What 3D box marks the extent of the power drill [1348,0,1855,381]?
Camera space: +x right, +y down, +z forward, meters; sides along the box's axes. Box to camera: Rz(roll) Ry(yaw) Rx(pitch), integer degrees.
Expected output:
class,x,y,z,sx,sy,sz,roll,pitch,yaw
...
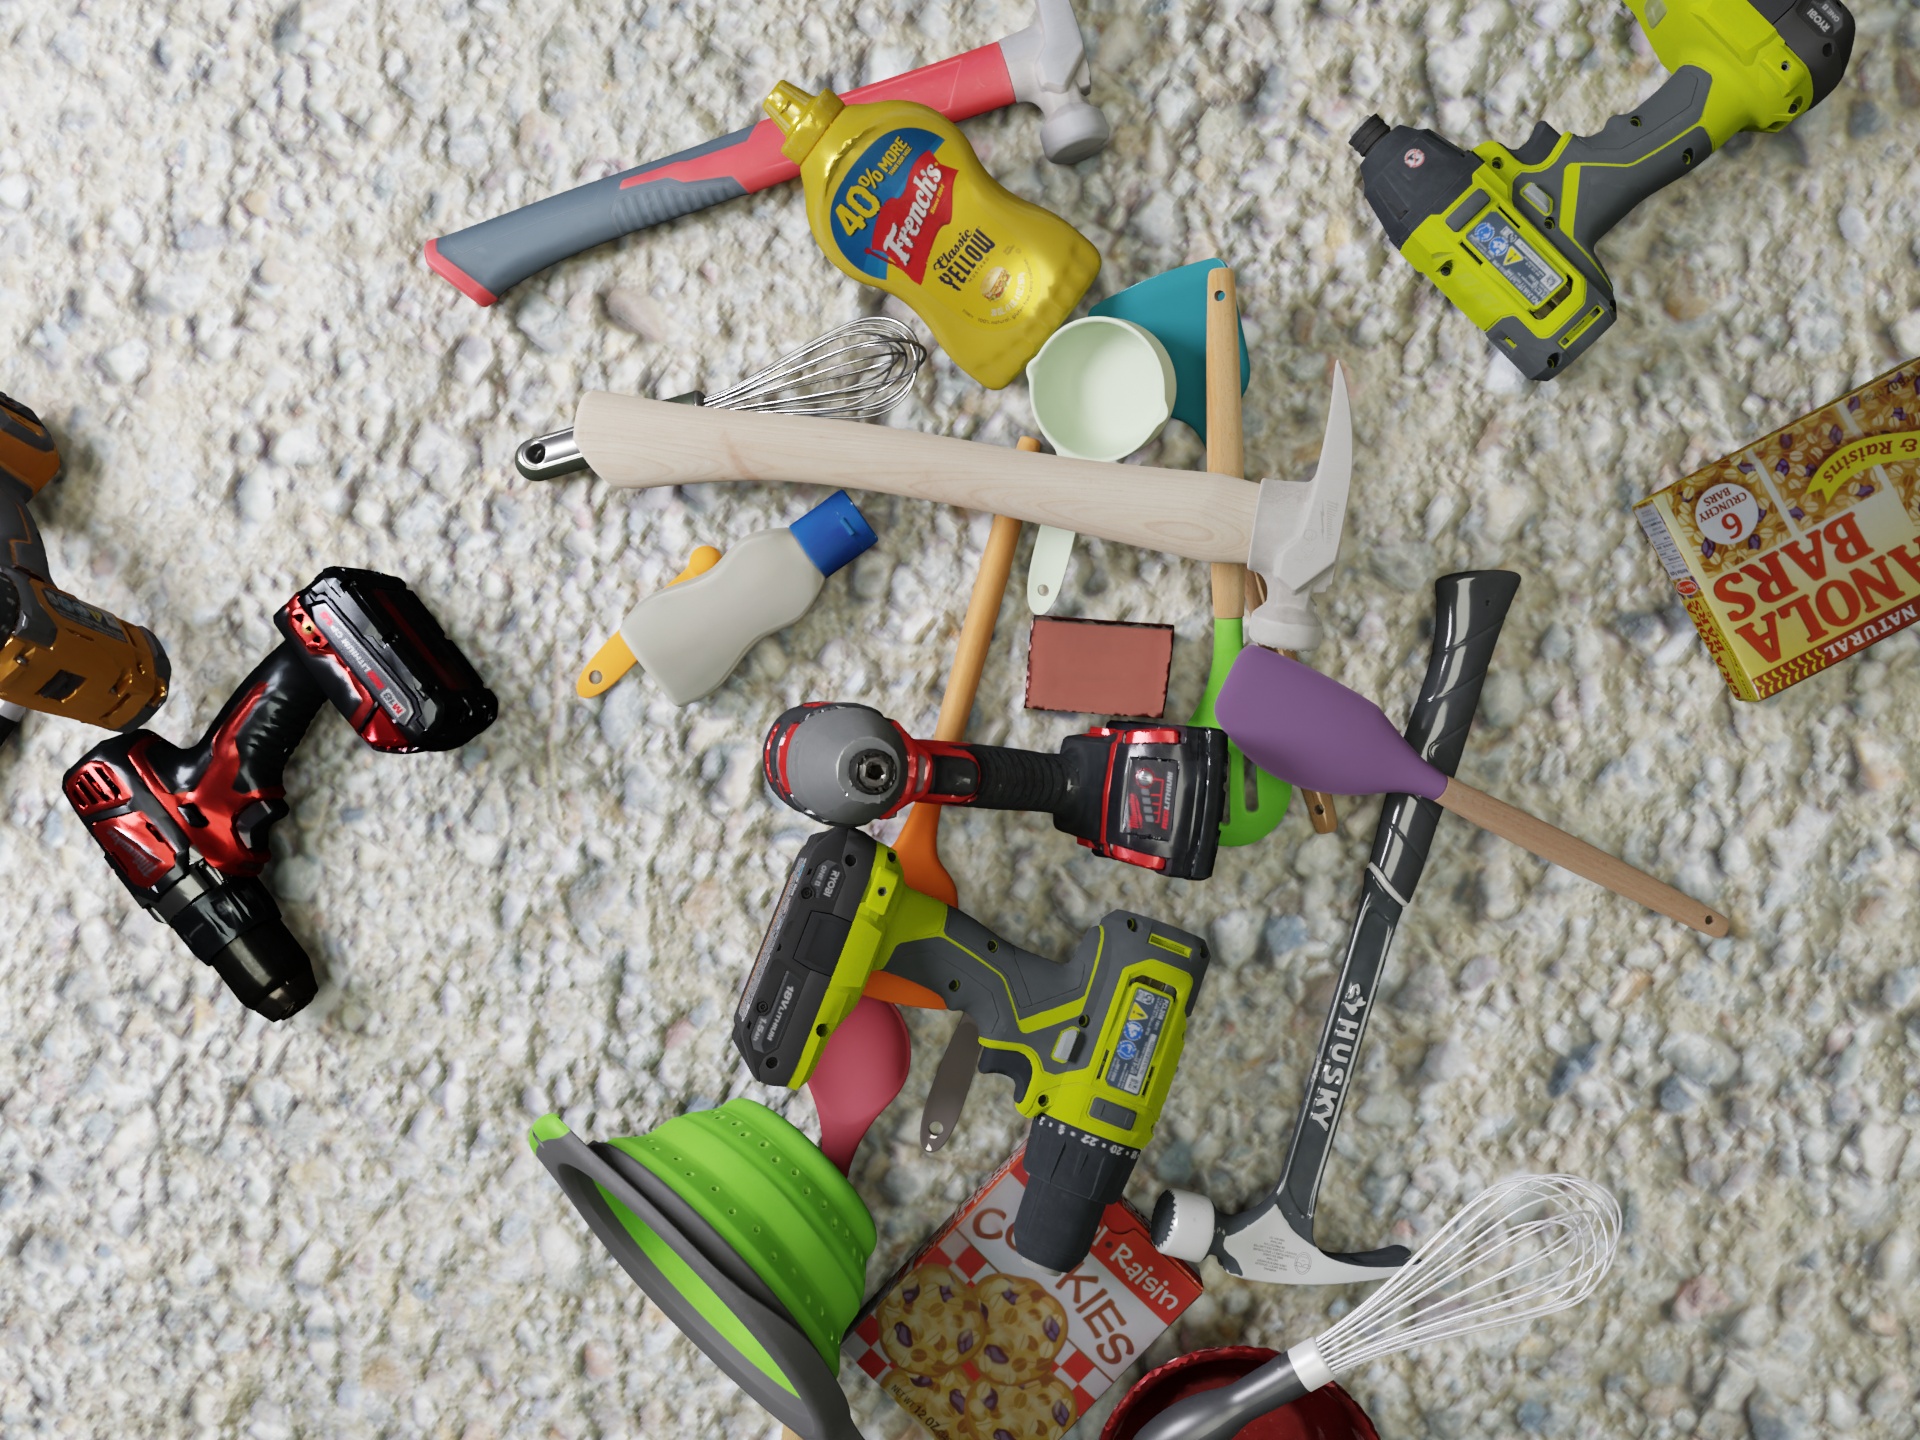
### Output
class,x,y,z,sx,sy,sz,roll,pitch,yaw
power drill,0.333,-0.317,0.845,0.223,0.080,0.171,-44,88,6

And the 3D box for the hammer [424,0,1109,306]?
class,x,y,z,sx,sy,sz,roll,pitch,yaw
hammer,-0.121,-0.331,0.896,0.386,0.038,0.143,-17,88,4

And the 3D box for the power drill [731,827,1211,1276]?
class,x,y,z,sx,sy,sz,roll,pitch,yaw
power drill,0.002,0.168,0.832,0.228,0.080,0.190,22,81,-9

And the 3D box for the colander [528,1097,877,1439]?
class,x,y,z,sx,sy,sz,roll,pitch,yaw
colander,-0.056,0.327,0.828,0.397,0.204,0.094,47,62,1

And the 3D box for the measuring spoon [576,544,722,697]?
class,x,y,z,sx,sy,sz,roll,pitch,yaw
measuring spoon,-0.181,-0.056,0.915,0.021,0.011,0.117,44,93,3

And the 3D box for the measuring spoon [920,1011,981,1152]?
class,x,y,z,sx,sy,sz,roll,pitch,yaw
measuring spoon,0.001,0.188,0.906,0.034,0.018,0.124,19,99,4

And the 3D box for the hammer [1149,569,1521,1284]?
class,x,y,z,sx,sy,sz,roll,pitch,yaw
hammer,0.232,0.111,0.868,0.149,0.036,0.409,18,89,-10

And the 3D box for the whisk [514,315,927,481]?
class,x,y,z,sx,sy,sz,roll,pitch,yaw
whisk,-0.137,-0.176,0.894,0.246,0.059,0.058,-14,79,9

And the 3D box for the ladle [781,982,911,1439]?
class,x,y,z,sx,sy,sz,roll,pitch,yaw
ladle,-0.077,0.299,0.904,0.069,0.031,0.315,10,93,16

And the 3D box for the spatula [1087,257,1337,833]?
class,x,y,z,sx,sy,sz,roll,pitch,yaw
spatula,0.155,-0.088,0.875,0.082,0.044,0.317,-16,91,27

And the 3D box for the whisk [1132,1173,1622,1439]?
class,x,y,z,sx,sy,sz,roll,pitch,yaw
whisk,0.208,0.314,0.815,0.284,0.070,0.070,-33,88,9

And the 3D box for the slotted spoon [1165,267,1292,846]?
class,x,y,z,sx,sy,sz,roll,pitch,yaw
slotted spoon,0.142,-0.081,0.855,0.070,0.031,0.313,1,100,17

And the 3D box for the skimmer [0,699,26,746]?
class,x,y,z,sx,sy,sz,roll,pitch,yaw
skimmer,-0.656,0.143,0.944,0.127,0.090,0.363,31,82,6

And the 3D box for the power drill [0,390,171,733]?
class,x,y,z,sx,sy,sz,roll,pitch,yaw
power drill,-0.532,-0.102,0.831,0.084,0.185,0.226,-41,66,4

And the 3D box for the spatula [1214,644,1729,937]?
class,x,y,z,sx,sy,sz,roll,pitch,yaw
spatula,0.276,0.049,0.848,0.316,0.018,0.060,25,90,-9

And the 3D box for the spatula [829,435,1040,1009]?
class,x,y,z,sx,sy,sz,roll,pitch,yaw
spatula,-0.001,-0.003,0.888,0.081,0.041,0.322,15,90,-9

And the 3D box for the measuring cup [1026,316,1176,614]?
class,x,y,z,sx,sy,sz,roll,pitch,yaw
measuring cup,0.068,-0.138,0.873,0.083,0.038,0.167,23,114,19

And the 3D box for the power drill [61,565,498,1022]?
class,x,y,z,sx,sy,sz,roll,pitch,yaw
power drill,-0.374,0.042,0.900,0.226,0.080,0.188,-39,88,6

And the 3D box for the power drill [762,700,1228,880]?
class,x,y,z,sx,sy,sz,roll,pitch,yaw
power drill,0.017,0.030,0.809,0.219,0.143,0.078,7,89,-17

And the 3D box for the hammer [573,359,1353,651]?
class,x,y,z,sx,sy,sz,roll,pitch,yaw
hammer,-0.005,-0.140,0.835,0.410,0.038,0.146,10,105,9
